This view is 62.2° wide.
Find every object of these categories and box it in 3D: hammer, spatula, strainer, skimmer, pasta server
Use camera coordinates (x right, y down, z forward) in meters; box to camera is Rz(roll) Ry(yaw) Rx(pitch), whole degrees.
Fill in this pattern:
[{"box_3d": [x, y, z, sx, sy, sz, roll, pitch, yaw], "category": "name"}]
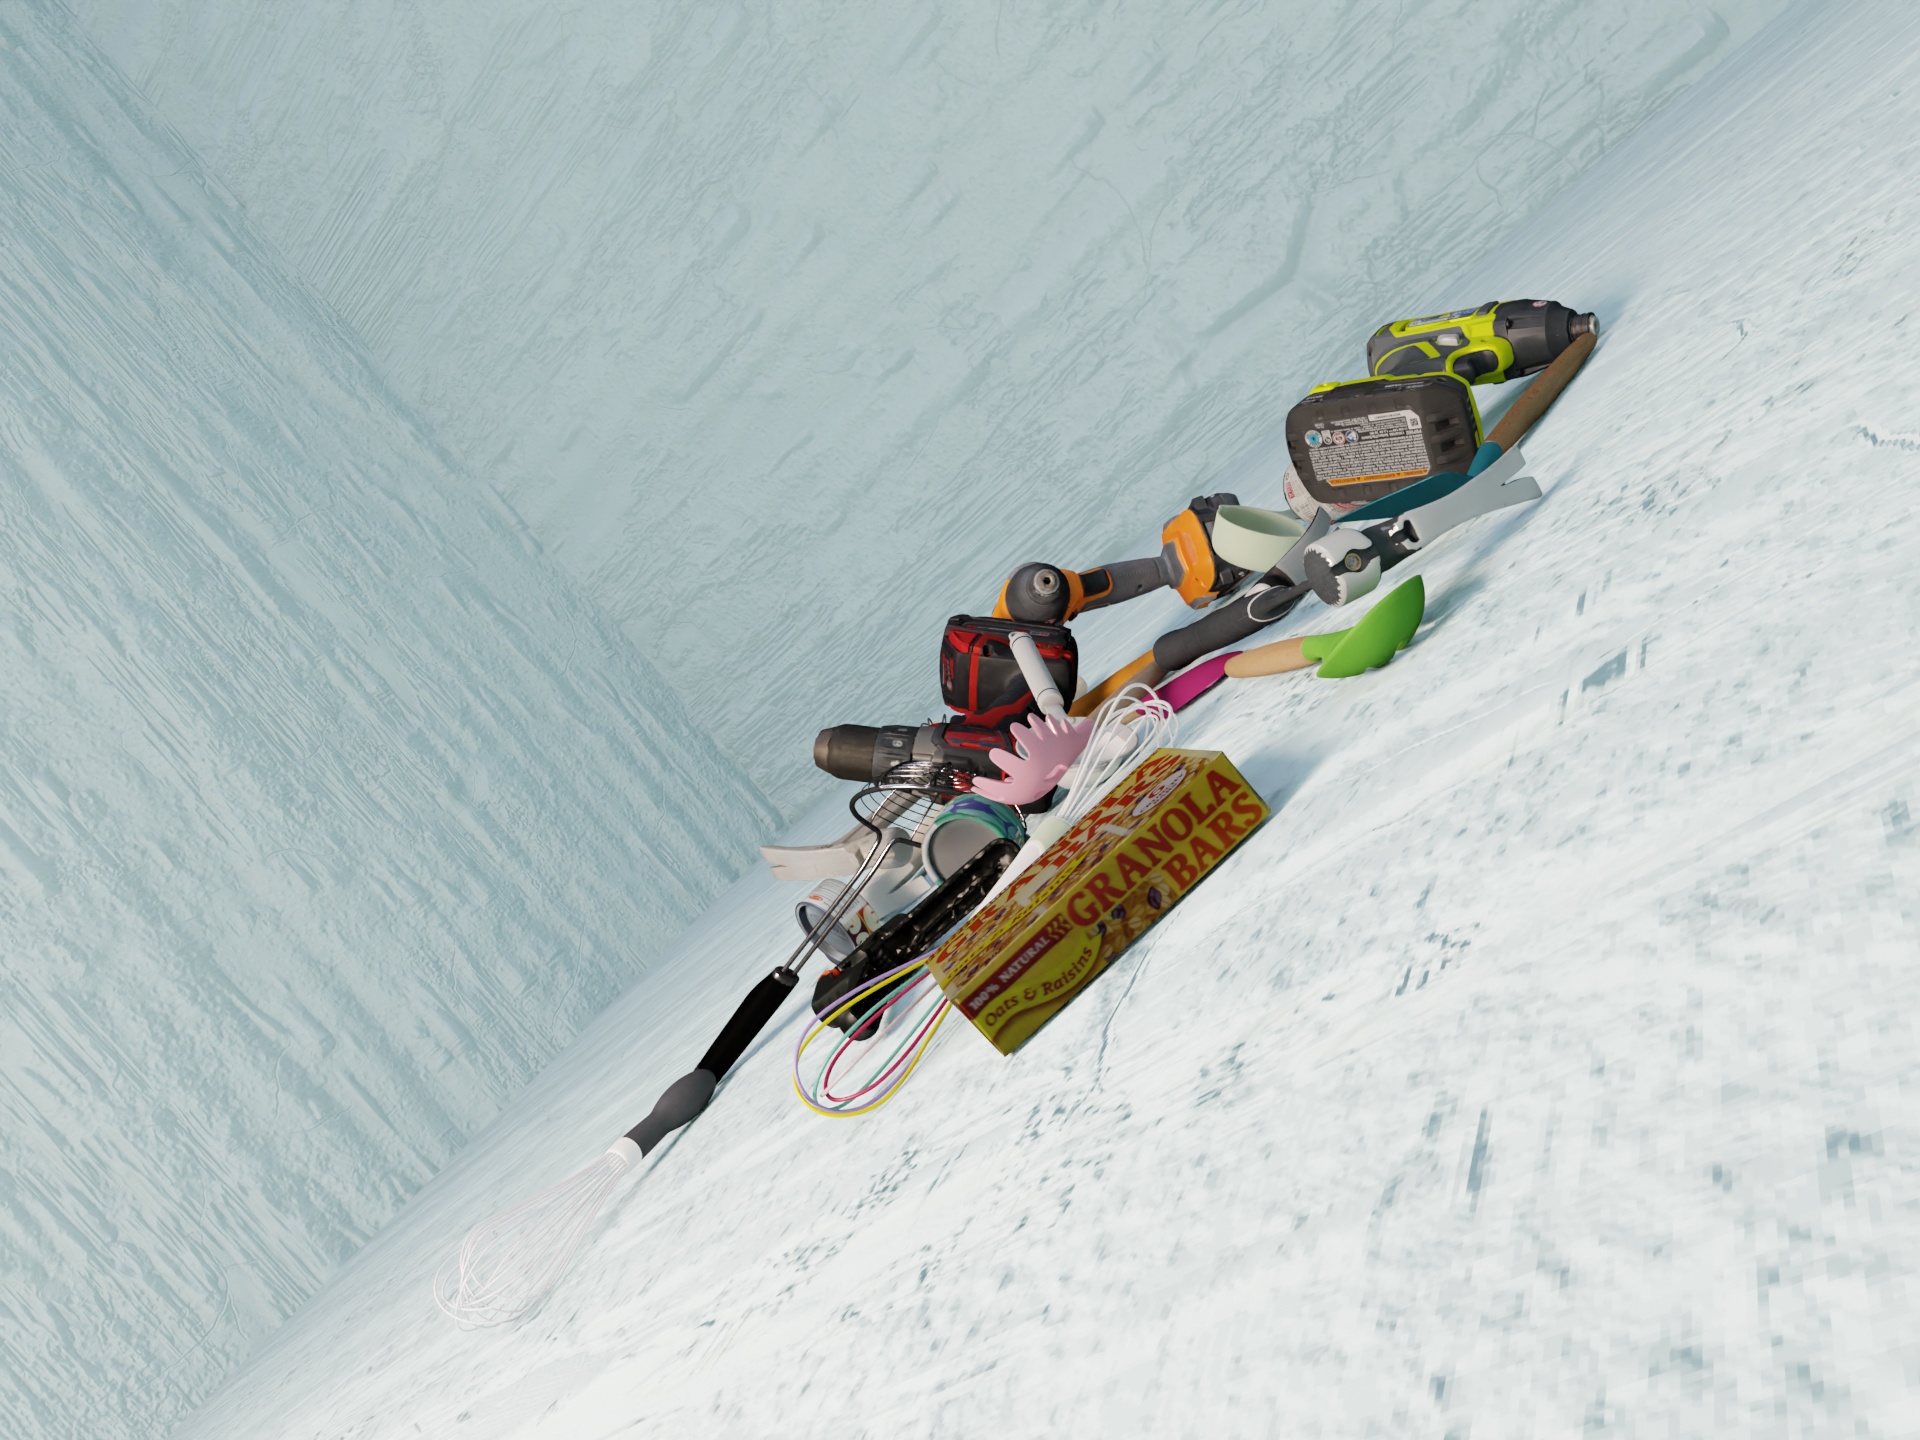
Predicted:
[{"box_3d": [-0.012, 0.032, 1.372, 0.149, 0.036, 0.359, -9, 21, 41], "category": "hammer"}, {"box_3d": [0.208, -0.081, 1.005, 0.149, 0.036, 0.409, -27, -1, -14], "category": "hammer"}, {"box_3d": [0.349, -0.195, 1.028, 0.082, 0.044, 0.317, -23, 15, 50], "category": "spatula"}, {"box_3d": [0.019, 0.061, 1.486, 0.146, 0.038, 0.411, -36, 6, 45], "category": "hammer"}, {"box_3d": [0.070, -0.008, 1.182, 0.087, 0.050, 0.259, -8, 30, -8], "category": "strainer"}, {"box_3d": [-0.092, 0.166, 1.177, 0.363, 0.127, 0.090, -52, 33, 20], "category": "skimmer"}, {"box_3d": [0.175, -0.059, 1.304, 0.127, 0.034, 0.337, -45, 5, -39], "category": "hammer"}, {"box_3d": [0.091, -0.006, 1.092, 0.060, 0.040, 0.316, -59, -11, 27], "category": "pasta server"}]

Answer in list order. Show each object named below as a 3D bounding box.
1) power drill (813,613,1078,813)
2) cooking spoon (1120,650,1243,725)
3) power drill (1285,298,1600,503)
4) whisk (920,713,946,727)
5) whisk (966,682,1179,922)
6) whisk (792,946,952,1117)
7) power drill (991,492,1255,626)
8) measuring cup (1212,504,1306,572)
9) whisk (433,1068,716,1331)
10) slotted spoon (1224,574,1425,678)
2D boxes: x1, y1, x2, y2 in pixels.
[{"box_3d": [-0.002, -0.004, 1.276, 0.227, 0.188, 0.080, -65, -21, -60], "category": "power drill"}, {"box_3d": [0.131, -0.006, 1.251, 0.069, 0.017, 0.319, -43, 5, -23], "category": "cooking spoon"}, {"box_3d": [0.349, -0.244, 1.157, 0.171, 0.080, 0.223, 0, 31, 43], "category": "power drill"}, {"box_3d": [-0.019, 0.037, 1.526, 0.055, 0.055, 0.239, -41, 9, 7], "category": "whisk"}, {"box_3d": [0.064, 0.061, 0.959, 0.058, 0.059, 0.246, 0, 37, 40], "category": "whisk"}, {"box_3d": [0.006, 0.128, 0.854, 0.047, 0.051, 0.245, 17, 45, 44], "category": "whisk"}, {"box_3d": [0.142, -0.127, 1.404, 0.226, 0.084, 0.164, -18, -7, -6], "category": "power drill"}, {"box_3d": [0.276, -0.159, 1.366, 0.167, 0.083, 0.038, -17, -53, -50], "category": "measuring cup"}, {"box_3d": [-0.258, 0.325, 1.118, 0.070, 0.070, 0.284, -39, 0, 34], "category": "whisk"}, {"box_3d": [0.198, -0.041, 0.916, 0.070, 0.031, 0.314, -41, 2, -5], "category": "slotted spoon"}]
